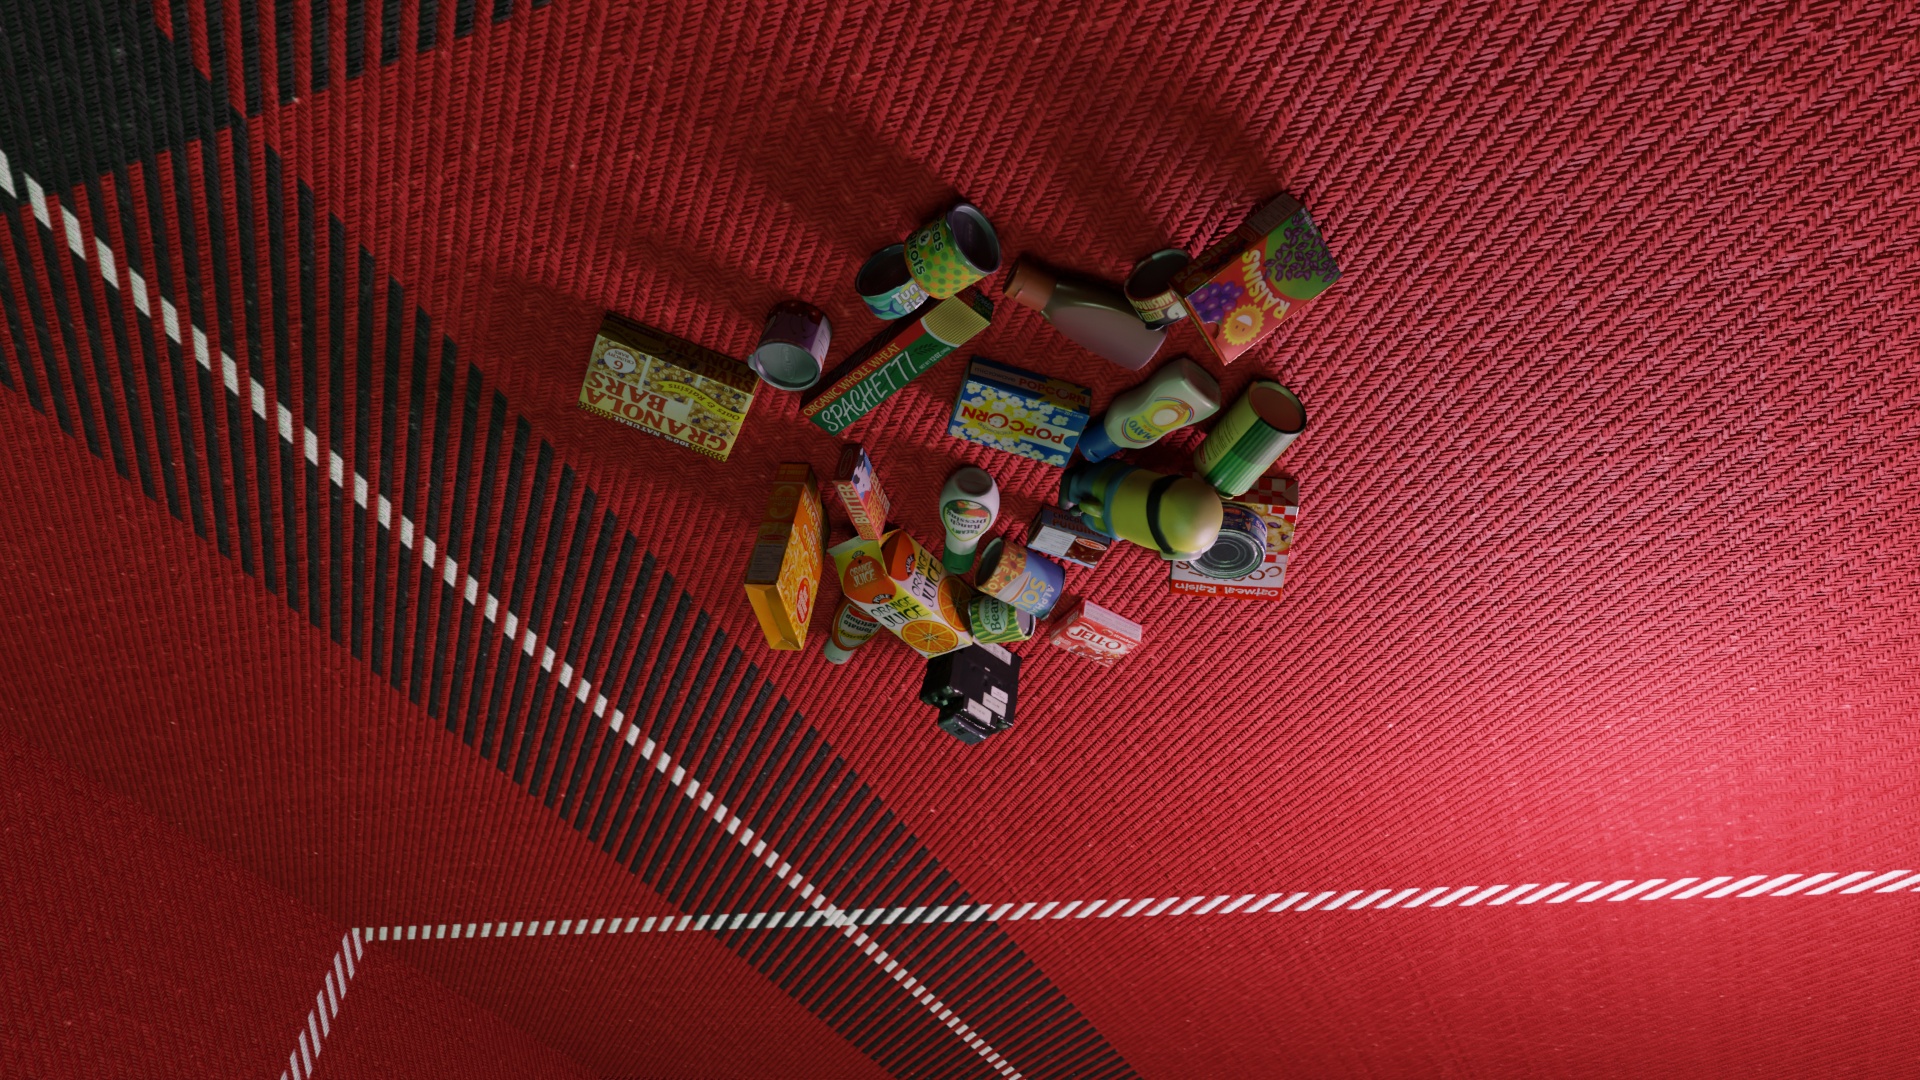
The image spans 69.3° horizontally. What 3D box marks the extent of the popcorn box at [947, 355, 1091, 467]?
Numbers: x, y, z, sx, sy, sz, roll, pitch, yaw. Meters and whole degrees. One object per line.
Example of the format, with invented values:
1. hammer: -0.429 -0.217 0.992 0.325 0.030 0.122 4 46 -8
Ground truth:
1. popcorn box: 0.058 -0.127 1.378 0.127 0.038 0.084 16 141 -5

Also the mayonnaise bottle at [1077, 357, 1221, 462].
1. mayonnaise bottle: 0.179 -0.121 1.351 0.064 0.041 0.147 33 137 -29

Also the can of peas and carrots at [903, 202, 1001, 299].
1. can of peas and carrots: -0.009 -0.252 1.209 0.058 0.071 0.071 -23 131 37

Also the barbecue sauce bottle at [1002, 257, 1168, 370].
1. barbecue sauce bottle: 0.111 -0.208 1.256 0.148 0.044 0.064 23 141 -14

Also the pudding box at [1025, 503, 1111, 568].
1. pudding box: 0.119 -0.004 1.527 0.084 0.030 0.049 18 141 -9

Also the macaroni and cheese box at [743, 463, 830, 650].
1. macaroni and cheese box: -0.185 0.017 1.519 0.040 0.167 0.123 2 142 11

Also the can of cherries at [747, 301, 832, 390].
1. can of cherries: -0.164 -0.188 1.338 0.071 0.059 0.071 7 143 5

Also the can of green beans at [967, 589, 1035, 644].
1. can of green beans: 0.050 0.087 1.632 0.058 0.071 0.071 -8 138 23

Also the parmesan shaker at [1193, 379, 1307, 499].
1. parmesan shaker: 0.278 -0.096 1.334 0.071 0.072 0.102 21 141 -12

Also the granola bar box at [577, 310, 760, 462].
1. granola bar box: -0.301 -0.155 1.432 0.165 0.039 0.123 21 142 -12

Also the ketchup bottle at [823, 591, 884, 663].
1. ketchup bottle: -0.131 0.104 1.719 0.065 0.044 0.148 20 142 -12

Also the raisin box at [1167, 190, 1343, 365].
1. raisin box: 0.247 -0.218 1.164 0.123 0.040 0.086 -37 129 7

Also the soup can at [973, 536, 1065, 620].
1. soup can: 0.066 0.044 1.568 0.084 0.072 0.071 25 140 -18

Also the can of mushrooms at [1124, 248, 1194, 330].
1. can of mushrooms: 0.177 -0.218 1.203 0.071 0.071 0.033 -14 134 29

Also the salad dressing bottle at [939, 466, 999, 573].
1. salad dressing bottle: 0.005 -0.019 1.525 0.064 0.044 0.146 10 143 0

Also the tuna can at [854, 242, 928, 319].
1. tuna can: -0.057 -0.232 1.246 0.071 0.071 0.032 -12 139 27

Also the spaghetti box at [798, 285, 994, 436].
1. spaghetti box: -0.068 -0.175 1.356 0.050 0.029 0.249 35 137 -26

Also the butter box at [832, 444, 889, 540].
1. butter box: -0.107 -0.051 1.505 0.024 0.053 0.103 -1 141 19

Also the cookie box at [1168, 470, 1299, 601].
1. cookie box: 0.288 -0.001 1.480 0.123 0.040 0.166 5 142 8

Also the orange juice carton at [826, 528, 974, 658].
1. orange juice carton: -0.067 0.053 1.612 0.071 0.073 0.192 -21 132 35
